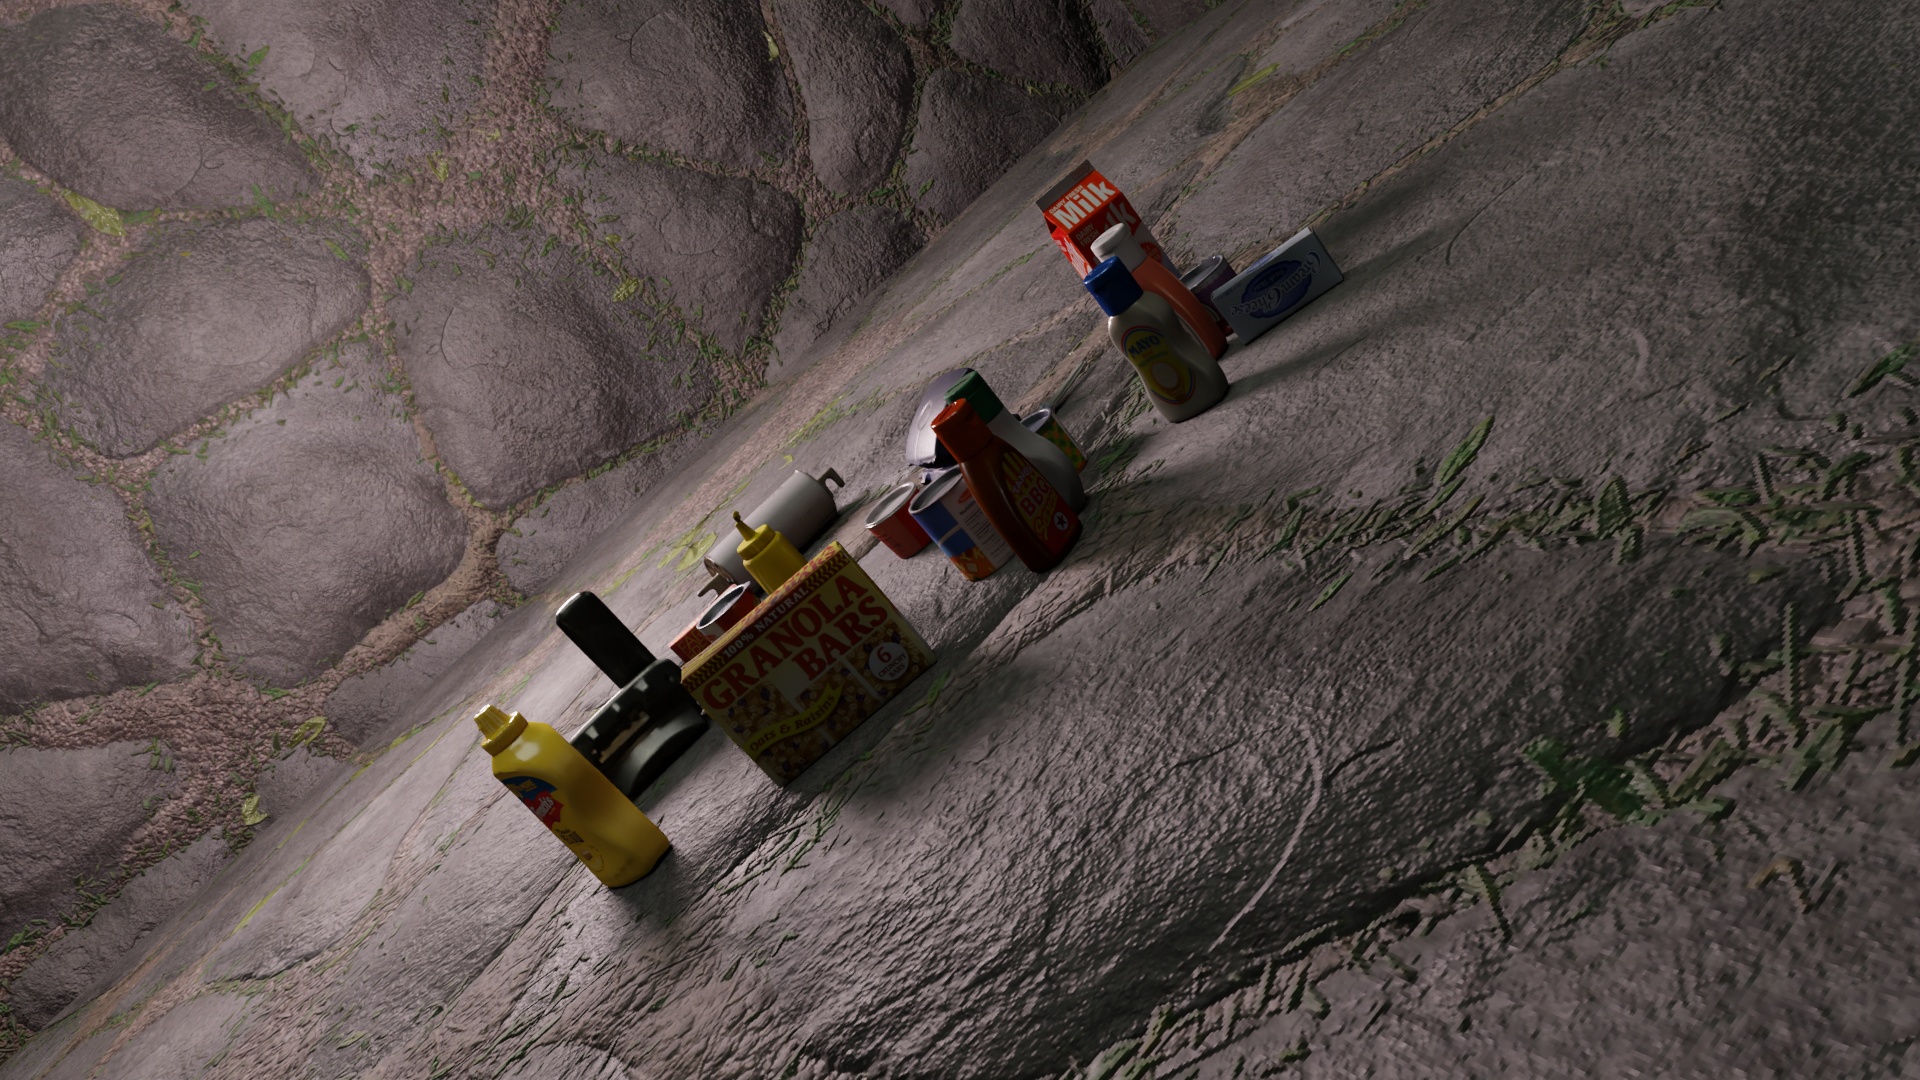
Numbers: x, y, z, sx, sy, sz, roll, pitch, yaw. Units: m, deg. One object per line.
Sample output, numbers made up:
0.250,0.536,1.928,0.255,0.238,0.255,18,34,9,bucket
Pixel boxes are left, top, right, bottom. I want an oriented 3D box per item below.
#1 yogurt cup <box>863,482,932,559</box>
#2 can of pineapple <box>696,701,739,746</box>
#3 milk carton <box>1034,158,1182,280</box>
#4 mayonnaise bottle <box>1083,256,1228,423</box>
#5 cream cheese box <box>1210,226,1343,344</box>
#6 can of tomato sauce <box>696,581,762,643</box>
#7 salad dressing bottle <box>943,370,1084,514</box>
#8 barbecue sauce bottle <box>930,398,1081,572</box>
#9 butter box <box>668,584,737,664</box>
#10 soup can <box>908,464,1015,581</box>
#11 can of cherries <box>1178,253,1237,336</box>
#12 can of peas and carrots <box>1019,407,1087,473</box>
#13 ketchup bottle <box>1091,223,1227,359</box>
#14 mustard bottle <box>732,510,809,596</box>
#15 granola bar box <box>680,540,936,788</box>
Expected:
-0.057,-0.018,1.418,0.072,0.054,0.072,-36,16,12,yogurt cup
-0.199,0.148,1.285,0.071,0.058,0.071,-36,16,12,can of pineapple
0.159,-0.292,1.424,0.072,0.190,0.073,-40,16,0,milk carton
0.160,-0.170,1.170,0.064,0.148,0.041,-26,21,40,mayonnaise bottle
0.278,-0.223,1.220,0.103,0.053,0.024,-34,17,21,cream cheese box
-0.215,0.095,1.416,0.071,0.083,0.071,-36,16,12,can of tomato sauce
0.045,-0.077,1.178,0.064,0.147,0.044,-30,18,31,salad dressing bottle
0.035,-0.047,1.119,0.043,0.148,0.065,-25,22,43,barbecue sauce bottle
-0.278,0.104,1.588,0.104,0.053,0.024,-43,16,-12,butter box
0.004,-0.015,1.219,0.071,0.083,0.071,-36,16,12,soup can
0.236,-0.226,1.313,0.071,0.058,0.072,-36,16,12,can of cherries
0.073,-0.078,1.280,0.071,0.058,0.071,-36,16,12,can of peas and carrots
0.177,-0.219,1.263,0.064,0.148,0.044,-24,22,45,ketchup bottle
-0.169,0.033,1.338,0.049,0.160,0.065,-40,16,2,mustard bottle
-0.122,0.100,1.120,0.165,0.124,0.039,-40,16,1,granola bar box
